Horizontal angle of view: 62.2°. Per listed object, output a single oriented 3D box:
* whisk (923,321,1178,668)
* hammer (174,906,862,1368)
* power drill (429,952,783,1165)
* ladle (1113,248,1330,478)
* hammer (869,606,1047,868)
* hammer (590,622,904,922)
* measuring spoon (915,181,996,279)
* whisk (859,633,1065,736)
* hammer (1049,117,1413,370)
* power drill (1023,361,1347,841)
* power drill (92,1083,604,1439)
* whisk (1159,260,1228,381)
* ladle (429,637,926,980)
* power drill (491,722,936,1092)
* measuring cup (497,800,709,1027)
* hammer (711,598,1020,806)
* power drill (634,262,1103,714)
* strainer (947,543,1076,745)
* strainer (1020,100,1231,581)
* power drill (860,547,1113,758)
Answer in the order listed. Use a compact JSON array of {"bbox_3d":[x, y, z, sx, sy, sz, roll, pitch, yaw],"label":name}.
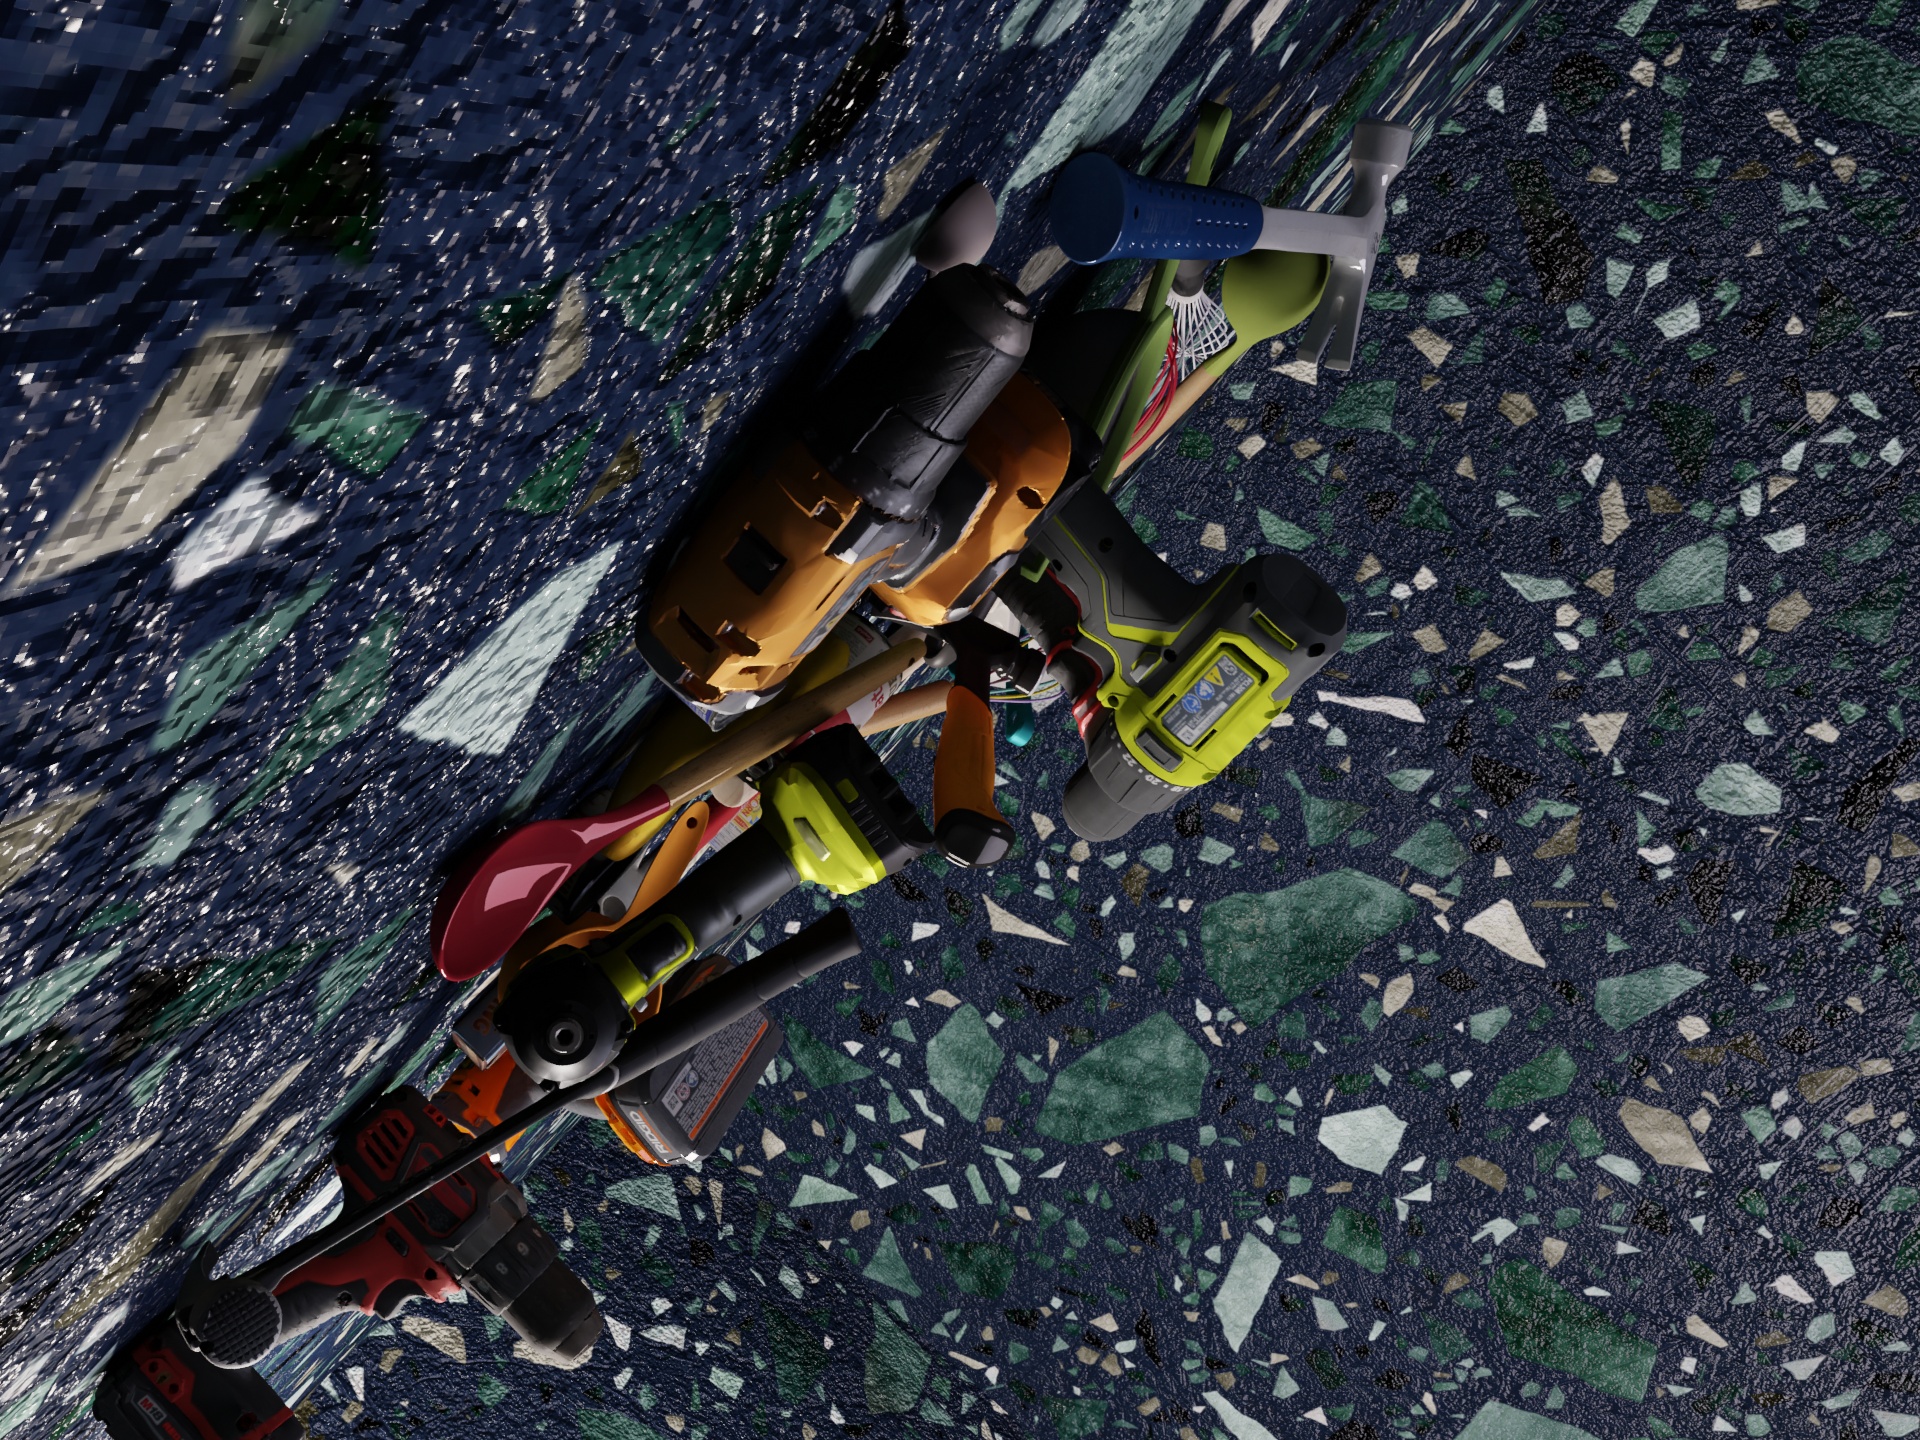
[{"bbox_3d":[0.057,-0.153,1.093,0.295,0.073,0.073,-55,176,21],"label":"whisk"},{"bbox_3d":[-0.215,0.203,0.854,0.409,0.036,0.149,-28,-174,-34],"label":"hammer"},{"bbox_3d":[-0.228,0.212,1.033,0.226,0.084,0.164,-11,-149,36],"label":"power drill"},{"bbox_3d":[0.157,-0.244,1.107,0.078,0.062,0.320,-28,175,-24],"label":"ladle"},{"bbox_3d":[-0.002,-0.003,0.957,0.034,0.127,0.337,-60,-170,19],"label":"hammer"},{"bbox_3d":[-0.120,0.009,1.152,0.386,0.038,0.143,-47,176,-40],"label":"hammer"},{"bbox_3d":[0.001,-0.164,0.591,0.034,0.018,0.124,-48,179,-3],"label":"measuring spoon"},{"bbox_3d":[0.004,-0.028,1.129,0.245,0.051,0.047,-19,154,-43],"label":"whisk"},{"bbox_3d":[0.148,-0.244,0.804,0.405,0.035,0.144,-25,130,-57],"label":"hammer"},{"bbox_3d":[0.054,-0.055,0.806,0.190,0.228,0.080,-50,178,38],"label":"power drill"},{"bbox_3d":[-0.334,0.345,0.893,0.227,0.188,0.080,-44,178,-16],"label":"power drill"},{"bbox_3d":[0.155,-0.291,1.101,0.070,0.070,0.284,-48,173,3],"label":"whisk"},{"bbox_3d":[-0.121,0.025,0.748,0.315,0.031,0.069,-33,149,-41],"label":"ladle"},{"bbox_3d":[-0.128,0.097,0.796,0.223,0.080,0.171,-37,-175,-14],"label":"power drill"},{"bbox_3d":[-0.203,0.118,0.932,0.052,0.095,0.173,17,-105,55],"label":"measuring cup"},{"bbox_3d":[-0.052,-0.032,1.155,0.411,0.038,0.146,-41,143,-52],"label":"hammer"},{"bbox_3d":[-0.015,-0.100,0.630,0.185,0.084,0.226,-47,174,24],"label":"power drill"},{"bbox_3d":[0.081,-0.070,1.426,0.211,0.095,0.341,-49,-158,30],"label":"strainer"},{"bbox_3d":[0.071,-0.211,0.851,0.151,0.069,0.256,-55,167,-53],"label":"strainer"},{"bbox_3d":[0.051,-0.052,0.973,0.078,0.219,0.143,-50,178,34],"label":"power drill"}]
